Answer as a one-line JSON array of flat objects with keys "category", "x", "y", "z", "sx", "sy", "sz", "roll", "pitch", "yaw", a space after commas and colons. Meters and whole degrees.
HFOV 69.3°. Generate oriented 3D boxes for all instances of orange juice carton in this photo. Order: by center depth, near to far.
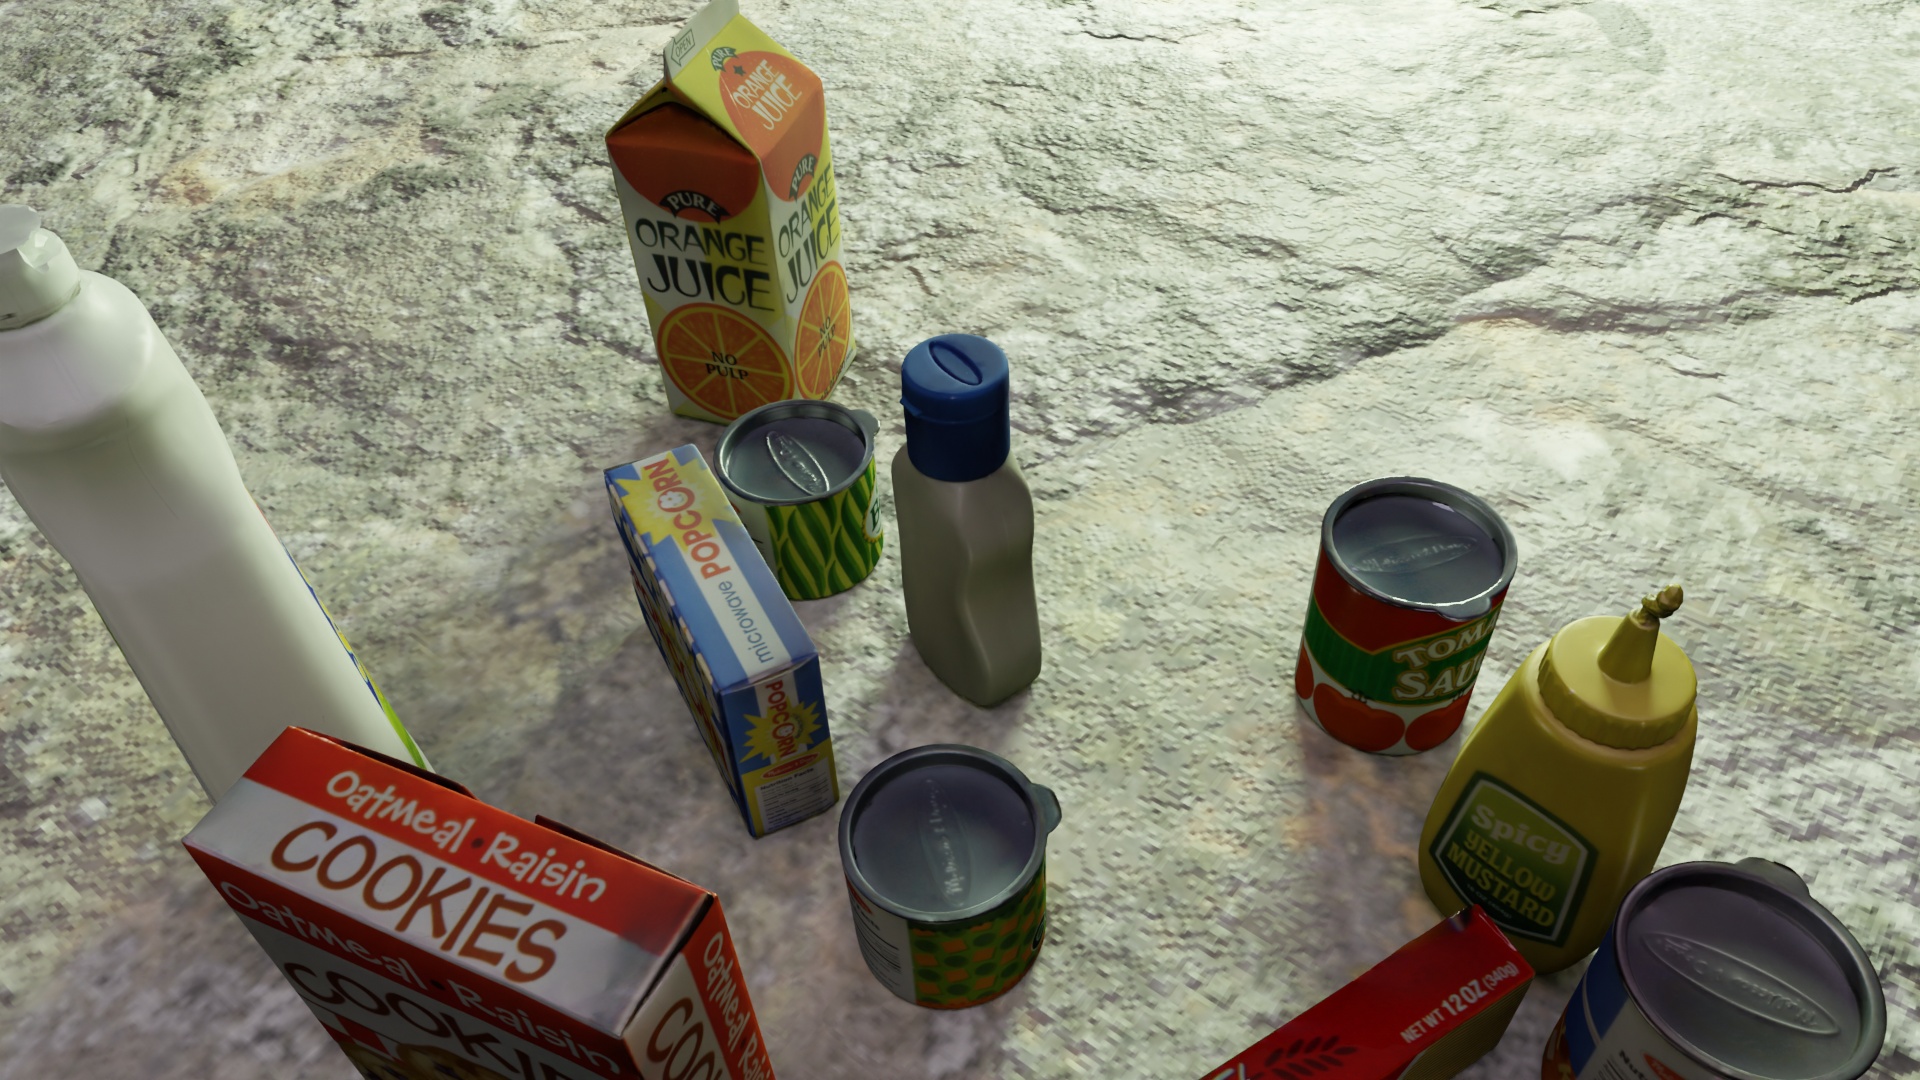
[{"category": "orange juice carton", "x": -0.100, "y": -0.145, "z": 0.623, "sx": 0.073, "sy": 0.191, "sz": 0.072, "roll": 11, "pitch": 47, "yaw": 14}]

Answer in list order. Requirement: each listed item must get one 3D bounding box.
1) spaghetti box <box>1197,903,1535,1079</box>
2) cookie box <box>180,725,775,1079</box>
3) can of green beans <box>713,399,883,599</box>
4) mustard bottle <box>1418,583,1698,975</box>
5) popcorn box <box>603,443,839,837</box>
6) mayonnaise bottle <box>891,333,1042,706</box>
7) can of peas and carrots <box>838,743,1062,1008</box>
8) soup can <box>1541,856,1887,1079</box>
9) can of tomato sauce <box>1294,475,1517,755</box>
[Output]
[{"category": "spaghetti box", "x": 0.056, "y": 0.181, "z": 0.386, "sx": 0.251, "sy": 0.049, "sz": 0.029, "roll": -24, "pitch": 48, "yaw": -20}, {"category": "cookie box", "x": -0.112, "y": 0.129, "z": 0.366, "sx": 0.123, "sy": 0.166, "sz": 0.040, "roll": 16, "pitch": 48, "yaw": 18}, {"category": "can of green beans", "x": -0.067, "y": -0.017, "z": 0.588, "sx": 0.071, "sy": 0.057, "sz": 0.071, "roll": -2, "pitch": 45, "yaw": 2}, {"category": "mustard bottle", "x": 0.182, "y": 0.068, "z": 0.415, "sx": 0.049, "sy": 0.159, "sz": 0.065, "roll": -36, "pitch": 53, "yaw": -28}, {"category": "popcorn box", "x": -0.089, "y": 0.035, "z": 0.517, "sx": 0.038, "sy": 0.084, "sz": 0.127, "roll": -22, "pitch": 48, "yaw": -18}, {"category": "mayonnaise bottle", "x": 0.002, "y": -0.006, "z": 0.509, "sx": 0.041, "sy": 0.147, "sz": 0.065, "roll": -27, "pitch": 49, "yaw": -22}, {"category": "can of peas and carrots", "x": -0.002, "y": 0.110, "z": 0.456, "sx": 0.071, "sy": 0.058, "sz": 0.071, "roll": -2, "pitch": 45, "yaw": 2}, {"category": "soup can", "x": 0.210, "y": 0.140, "z": 0.395, "sx": 0.071, "sy": 0.083, "sz": 0.072, "roll": -2, "pitch": 45, "yaw": 2}, {"category": "can of tomato sauce", "x": 0.162, "y": 0.030, "z": 0.510, "sx": 0.071, "sy": 0.082, "sz": 0.071, "roll": -2, "pitch": 45, "yaw": 2}]
